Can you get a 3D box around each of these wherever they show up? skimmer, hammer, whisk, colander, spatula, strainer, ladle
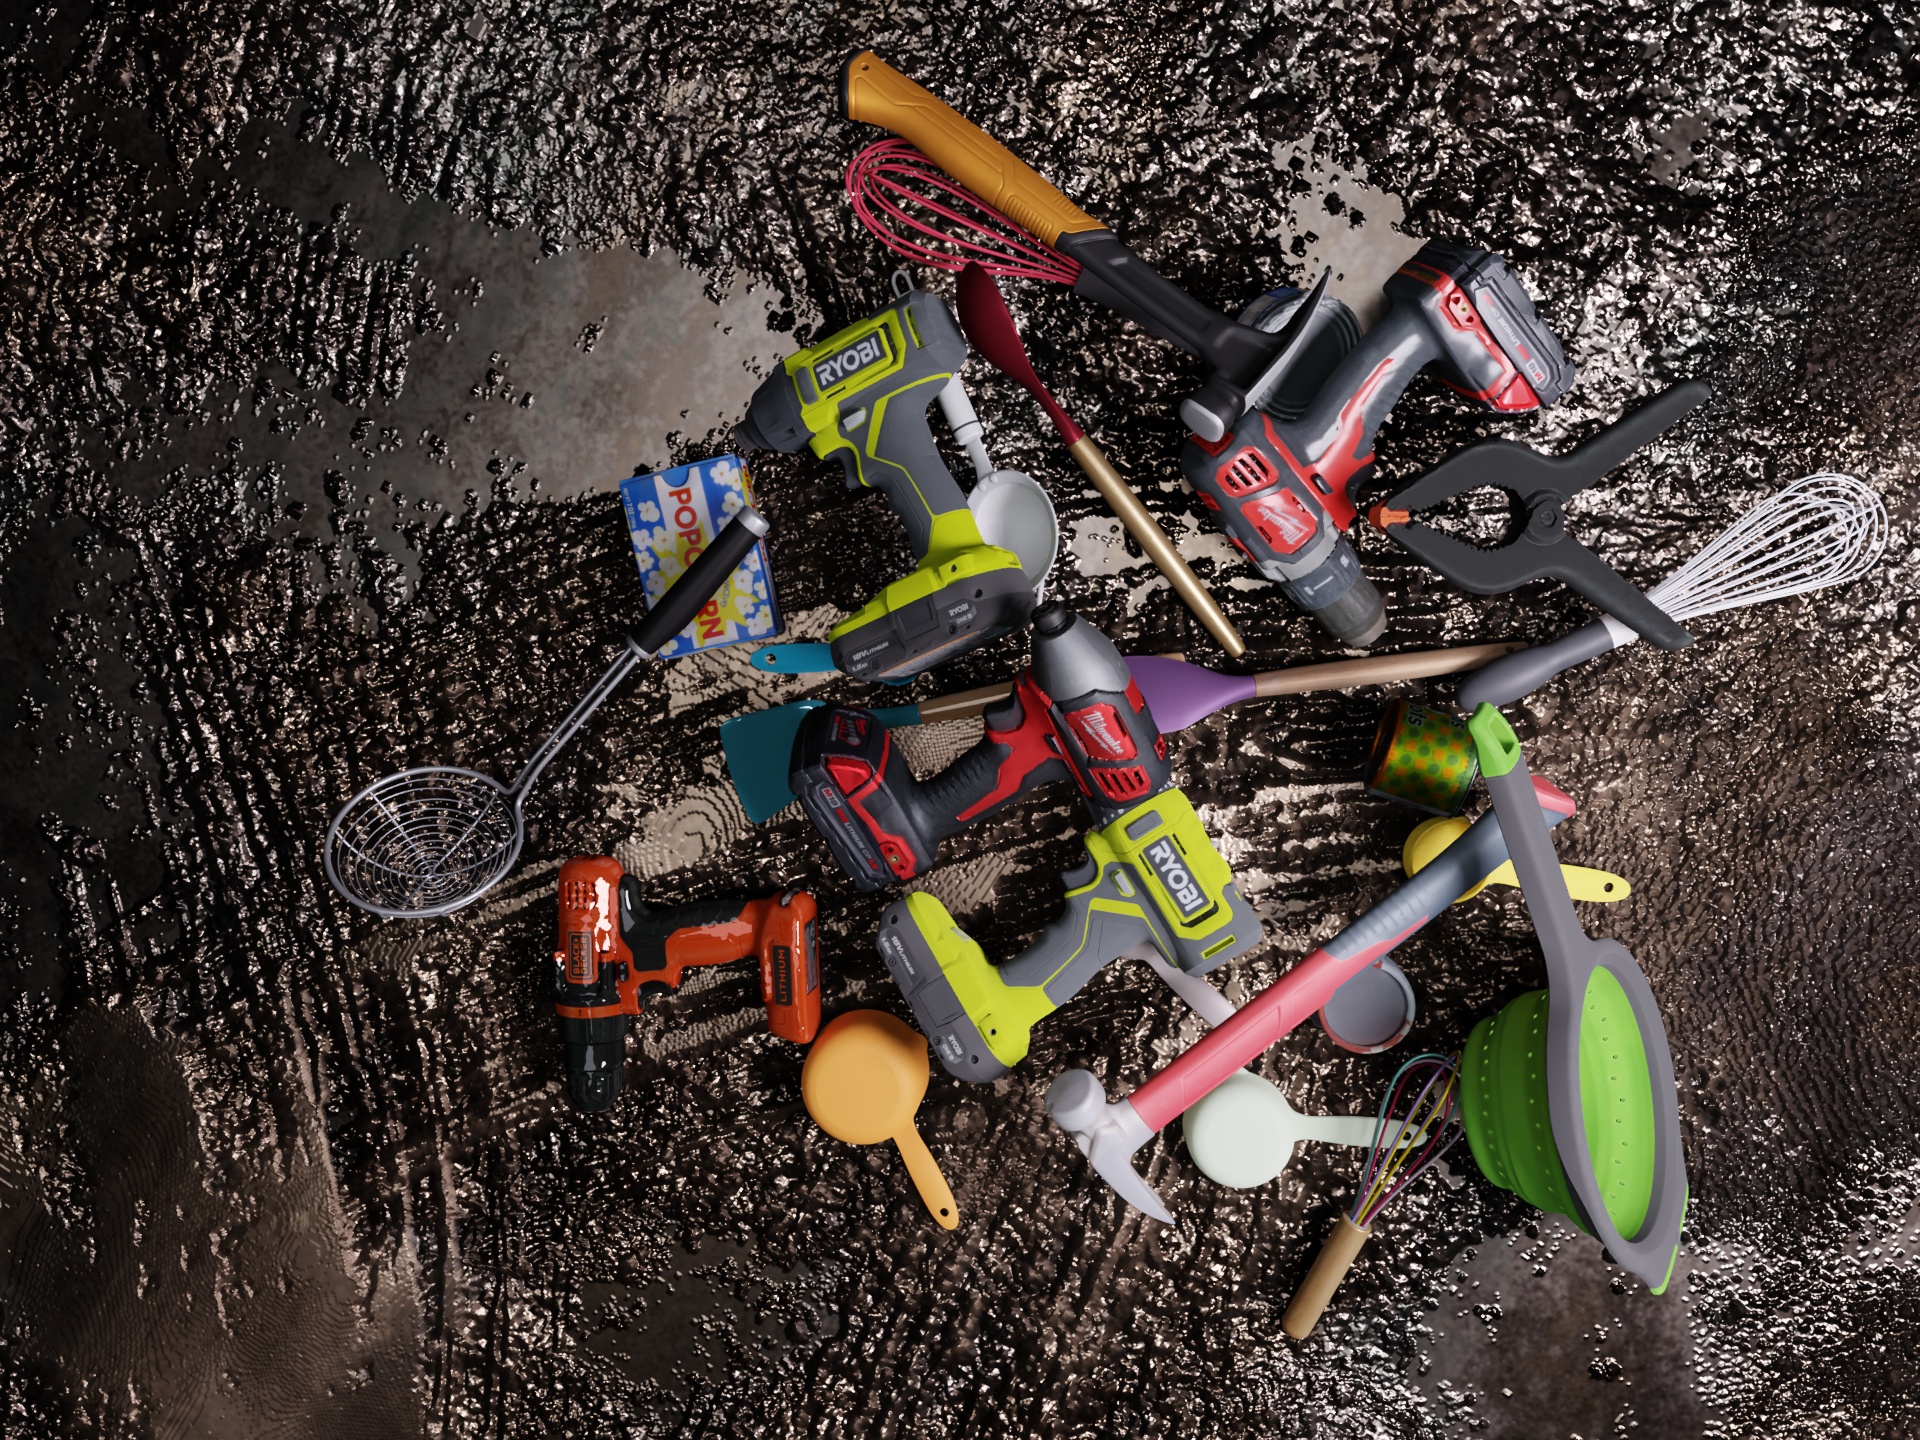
[{"bbox_3d":[-0.271,-0.013,1.055,0.363,0.090,0.127,-47,58,8],"label":"skimmer"},{"bbox_3d":[0.243,0.174,1.036,0.386,0.038,0.143,-38,122,0],"label":"hammer"},{"bbox_3d":[0.061,-0.300,1.046,0.296,0.073,0.073,24,98,-3],"label":"whisk"},{"bbox_3d":[0.354,0.173,1.004,0.094,0.204,0.397,-11,110,38],"label":"colander"},{"bbox_3d":[0.220,-0.029,1.060,0.316,0.018,0.060,-7,67,1],"label":"spatula"},{"bbox_3d":[0.452,-0.073,1.021,0.284,0.070,0.070,-27,93,9],"label":"whisk"},{"bbox_3d":[0.011,-0.187,1.070,0.087,0.050,0.258,-26,87,43],"label":"strainer"},{"bbox_3d":[0.092,-0.165,1.047,0.031,0.069,0.315,-40,102,-6],"label":"ladle"},{"bbox_3d":[0.064,-0.316,0.986,0.337,0.034,0.127,38,76,8],"label":"hammer"},{"bbox_3d":[0.278,0.324,1.079,0.051,0.047,0.245,18,109,-18],"label":"whisk"},{"bbox_3d":[-0.002,-0.003,1.088,0.317,0.044,0.082,-12,116,5],"label":"spatula"}]

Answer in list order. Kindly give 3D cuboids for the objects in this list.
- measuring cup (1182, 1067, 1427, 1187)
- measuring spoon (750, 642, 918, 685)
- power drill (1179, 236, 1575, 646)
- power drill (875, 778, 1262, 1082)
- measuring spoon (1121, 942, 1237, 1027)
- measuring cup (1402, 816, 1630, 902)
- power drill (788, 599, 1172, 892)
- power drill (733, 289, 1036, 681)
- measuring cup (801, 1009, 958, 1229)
[{"bbox_3d":[0.238,0.287,1.094,0.167,0.038,0.083,2,96,7],"label":"measuring cup"},{"bbox_3d":[-0.084,-0.045,1.110,0.128,0.021,0.042,-1,95,15],"label":"measuring spoon"},{"bbox_3d":[0.272,-0.170,1.012,0.226,0.080,0.187,-42,116,7],"label":"power drill"},{"bbox_3d":[0.062,0.120,1.074,0.228,0.080,0.191,-33,78,7],"label":"power drill"},{"bbox_3d":[0.152,0.180,1.102,0.124,0.018,0.034,41,98,3],"label":"measuring spoon"},{"bbox_3d":[0.374,0.100,1.073,0.156,0.029,0.062,10,97,-7],"label":"measuring cup"},{"bbox_3d":[0.009,0.014,1.006,0.219,0.079,0.143,-21,119,16],"label":"power drill"},{"bbox_3d":[-0.053,-0.145,1.046,0.171,0.080,0.223,-23,82,25],"label":"power drill"},{"bbox_3d":[-0.048,0.290,1.118,0.095,0.052,0.173,-28,90,8],"label":"measuring cup"}]
